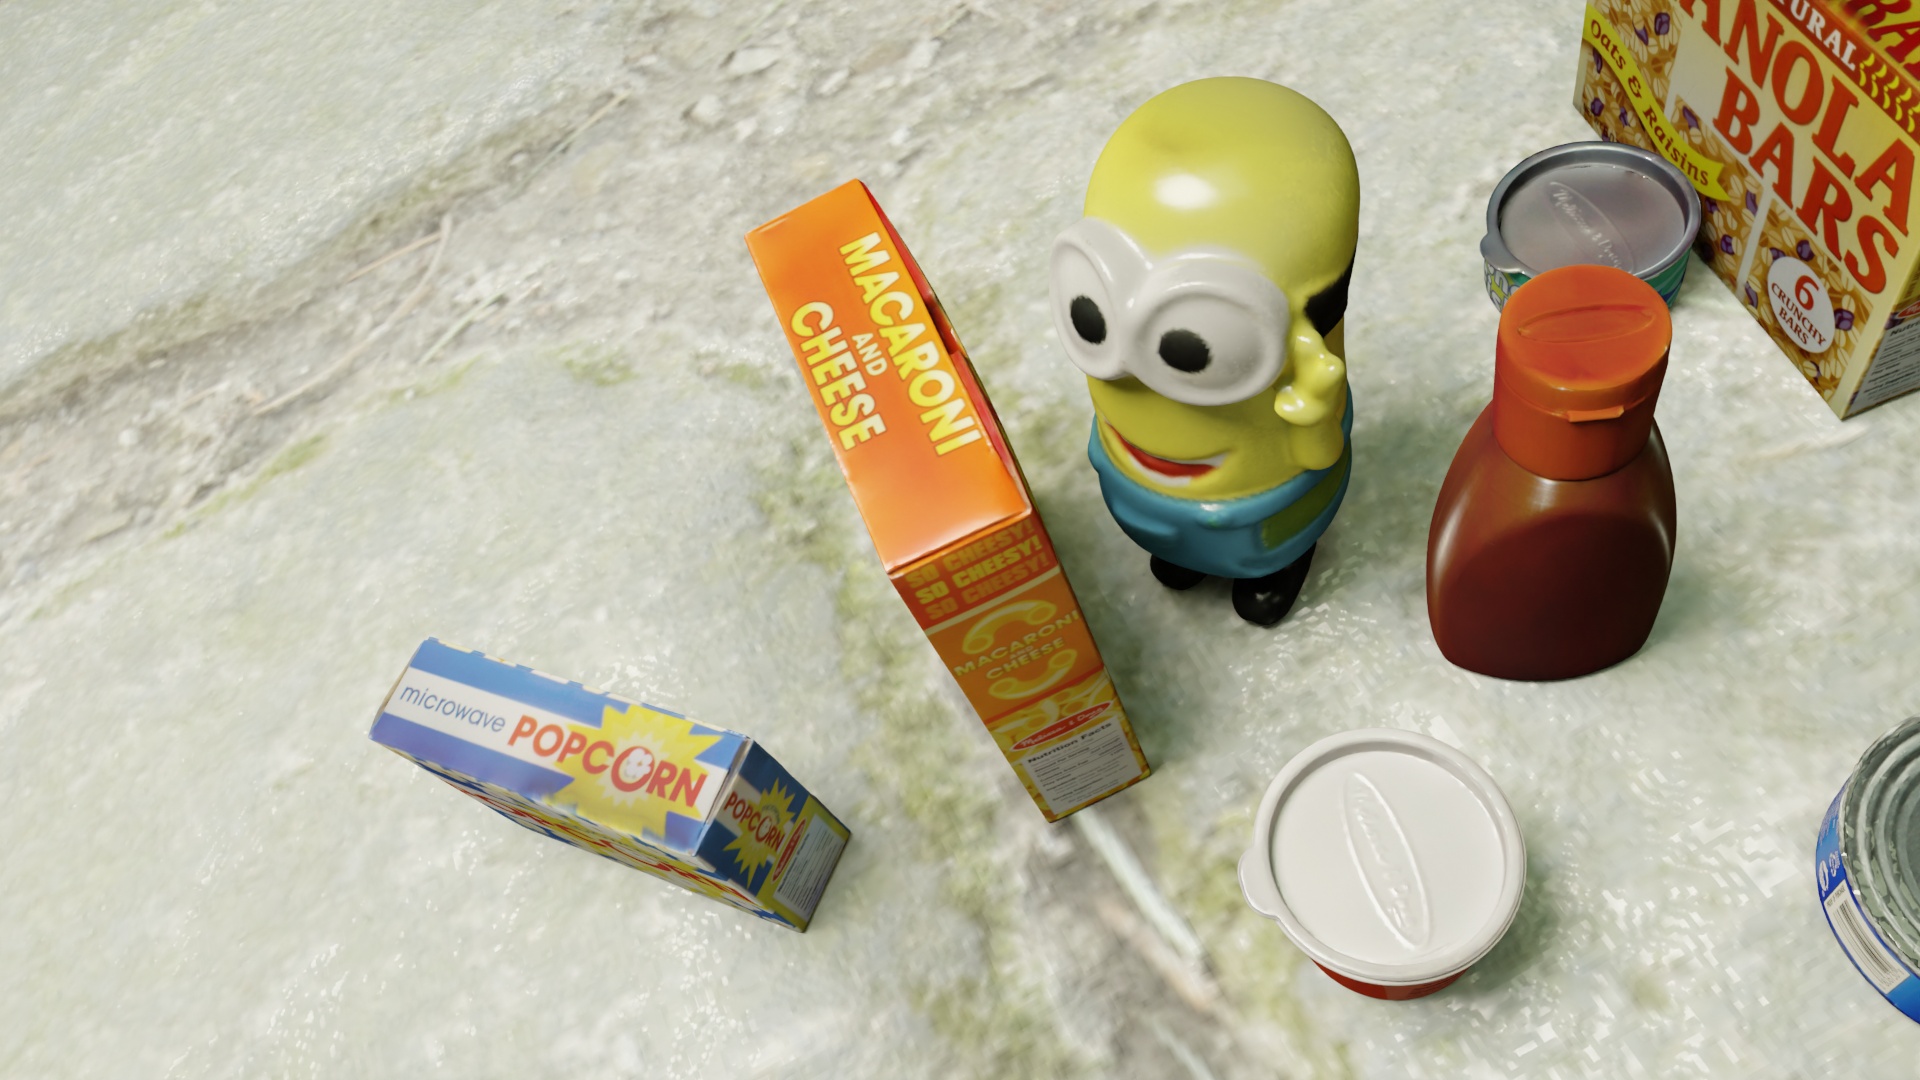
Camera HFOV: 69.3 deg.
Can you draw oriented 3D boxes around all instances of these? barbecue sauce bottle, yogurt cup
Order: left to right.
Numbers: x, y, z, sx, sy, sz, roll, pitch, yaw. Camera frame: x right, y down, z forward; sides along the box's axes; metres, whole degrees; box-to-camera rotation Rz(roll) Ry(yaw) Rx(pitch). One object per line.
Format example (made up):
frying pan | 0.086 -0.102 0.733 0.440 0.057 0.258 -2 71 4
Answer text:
yogurt cup | 0.116 0.092 0.378 0.072 0.053 0.073 -8 58 13
barbecue sauce bottle | 0.159 -0.011 0.371 0.065 0.148 0.044 -5 59 15

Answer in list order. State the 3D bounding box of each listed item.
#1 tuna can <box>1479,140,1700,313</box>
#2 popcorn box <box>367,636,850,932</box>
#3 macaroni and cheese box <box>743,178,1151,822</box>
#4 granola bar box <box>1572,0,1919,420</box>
tuna can | 0.213 -0.101 0.478 0.071 0.032 0.071 -8 58 13
popcorn box | -0.109 0.077 0.439 0.127 0.085 0.038 13 65 24
macaroni and cheese box | 0.001 -0.005 0.405 0.040 0.165 0.124 -26 56 1
granola bar box | 0.256 -0.139 0.432 0.039 0.123 0.166 -22 56 4
